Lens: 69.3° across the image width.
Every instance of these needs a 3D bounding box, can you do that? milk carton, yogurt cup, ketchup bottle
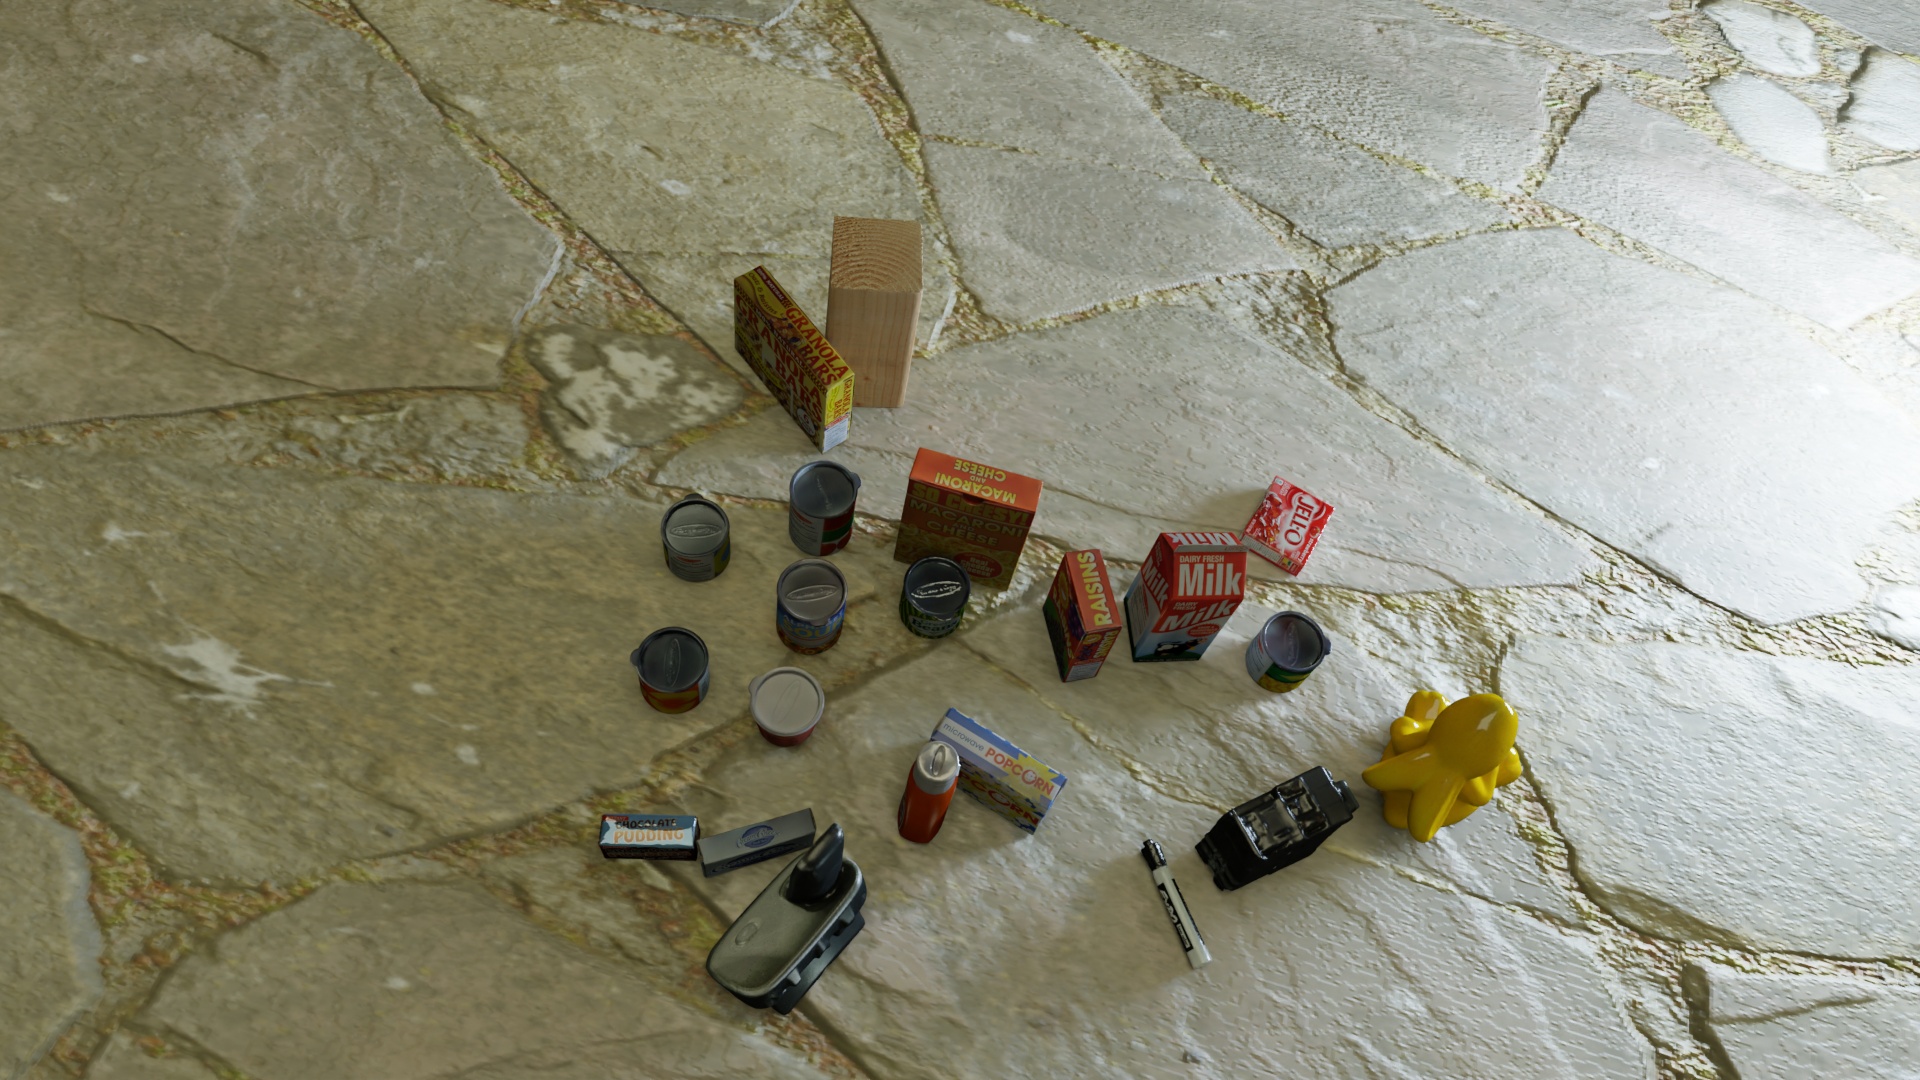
[{"bbox_3d":[0.217,0.048,1.336,0.072,0.189,0.074,-1,62,-9],"label":"milk carton"},{"bbox_3d":[-0.162,0.159,1.298,0.072,0.053,0.073,4,62,-6],"label":"yogurt cup"},{"bbox_3d":[-0.027,0.219,1.231,0.043,0.148,0.065,16,61,0],"label":"ketchup bottle"}]

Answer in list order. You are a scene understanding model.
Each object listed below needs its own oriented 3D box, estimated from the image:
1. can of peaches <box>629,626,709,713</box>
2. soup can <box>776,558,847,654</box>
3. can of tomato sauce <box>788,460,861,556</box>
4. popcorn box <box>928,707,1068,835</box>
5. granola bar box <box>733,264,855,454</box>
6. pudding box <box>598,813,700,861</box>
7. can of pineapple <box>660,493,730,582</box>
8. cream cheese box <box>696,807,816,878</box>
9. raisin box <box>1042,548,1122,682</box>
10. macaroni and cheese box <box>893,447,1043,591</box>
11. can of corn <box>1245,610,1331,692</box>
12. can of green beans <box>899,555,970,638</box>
[{"bbox_3d":[-0.271,0.122,1.300,0.071,0.057,0.071,4,62,-6],"label":"can of peaches"},{"bbox_3d":[-0.143,0.067,1.333,0.071,0.083,0.071,4,62,-6],"label":"soup can"},{"bbox_3d":[-0.137,-0.032,1.388,0.071,0.082,0.071,4,62,-6],"label":"can of tomato sauce"},{"bbox_3d":[0.029,0.213,1.279,0.127,0.084,0.038,31,62,8],"label":"popcorn box"},{"bbox_3d":[-0.174,-0.187,1.444,0.039,0.123,0.166,-32,71,-22],"label":"granola bar box"},{"bbox_3d":[-0.274,0.262,1.228,0.084,0.049,0.030,3,62,-7],"label":"pudding box"},{"bbox_3d":[-0.260,-0.001,1.368,0.071,0.057,0.071,4,62,-6],"label":"can of pineapple"},{"bbox_3d":[-0.181,0.269,1.235,0.104,0.053,0.024,-14,65,-15],"label":"cream cheese box"},{"bbox_3d":[0.116,0.073,1.345,0.040,0.122,0.086,-7,63,-12],"label":"raisin box"},{"bbox_3d":[0.005,-0.017,1.353,0.124,0.165,0.040,15,61,0],"label":"macaroni and cheese box"},{"bbox_3d":[0.328,0.113,1.392,0.071,0.058,0.071,4,62,-6],"label":"can of corn"},{"bbox_3d":[-0.026,0.057,1.371,0.071,0.057,0.071,4,62,-6],"label":"can of green beans"}]
